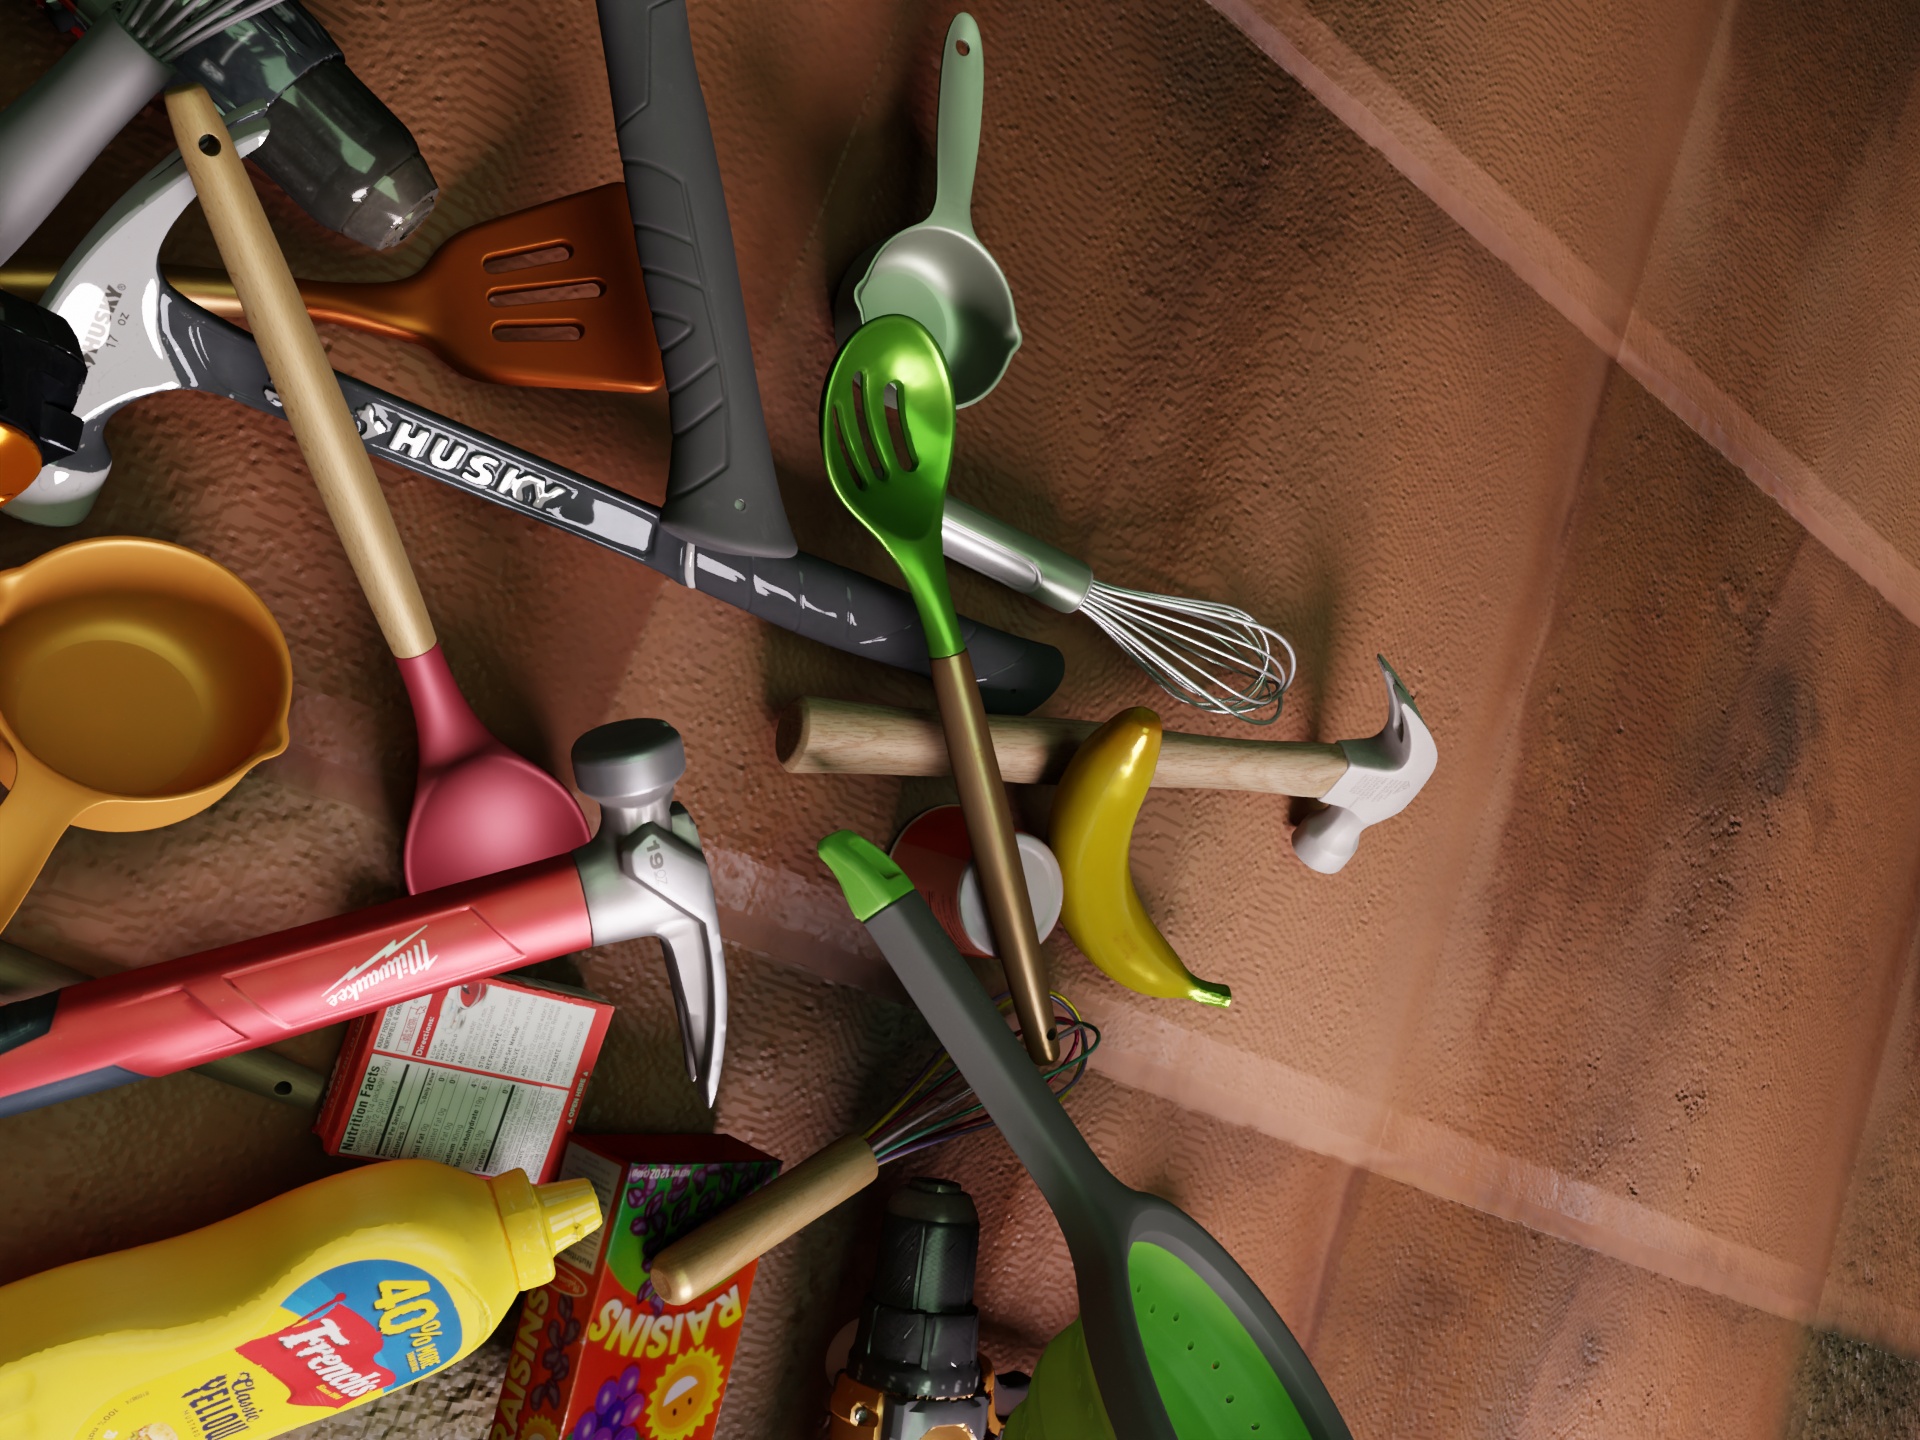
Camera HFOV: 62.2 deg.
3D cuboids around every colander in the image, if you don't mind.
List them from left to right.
[{"bbox_3d":[0.035,0.226,0.612,0.094,0.204,0.397,-36,84,14],"label":"colander"}]

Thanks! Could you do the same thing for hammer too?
[{"bbox_3d":[-0.264,0.112,0.500,0.386,0.038,0.143,-15,111,-22],"label":"hammer"},{"bbox_3d":[-0.116,-0.075,0.591,0.408,0.036,0.149,20,116,-37],"label":"hammer"},{"bbox_3d":[-0.095,-0.216,0.516,0.146,0.035,0.334,-14,102,-23],"label":"hammer"},{"bbox_3d":[0.078,0.015,0.717,0.331,0.130,0.031,5,47,-27],"label":"hammer"}]

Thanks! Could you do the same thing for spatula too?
[{"bbox_3d":[-0.256,-0.145,0.519,0.322,0.041,0.081,-5,84,-31],"label":"spatula"}]

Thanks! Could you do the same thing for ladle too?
[{"bbox_3d":[-0.189,-0.045,0.521,0.069,0.031,0.315,-30,129,-26],"label":"ladle"}]

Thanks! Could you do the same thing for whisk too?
[{"bbox_3d":[-0.236,-0.194,0.452,0.239,0.055,0.055,-42,117,6],"label":"whisk"},{"bbox_3d":[-0.024,0.174,0.658,0.245,0.051,0.047,-22,120,-43],"label":"whisk"},{"bbox_3d":[0.059,-0.056,0.725,0.246,0.057,0.059,23,46,-27],"label":"whisk"}]

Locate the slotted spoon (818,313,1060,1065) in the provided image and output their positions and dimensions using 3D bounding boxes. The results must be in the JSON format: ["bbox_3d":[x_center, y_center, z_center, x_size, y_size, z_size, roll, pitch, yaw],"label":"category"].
[{"bbox_3d":[-0.001,-0.002,0.632,0.070,0.031,0.313,-27,110,-40],"label":"slotted spoon"}]

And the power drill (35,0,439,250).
[{"bbox_3d":[-0.196,-0.286,0.520,0.187,0.080,0.227,45,73,-18],"label":"power drill"}]

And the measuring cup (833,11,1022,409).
[{"bbox_3d":[-0.013,-0.212,0.674,0.083,0.038,0.167,7,87,-33],"label":"measuring cup"}]

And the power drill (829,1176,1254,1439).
[{"bbox_3d":[0.041,0.300,0.704,0.226,0.084,0.185,13,78,-35],"label":"power drill"}]

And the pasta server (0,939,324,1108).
[{"bbox_3d":[-0.339,0.060,0.480,0.316,0.040,0.060,34,92,-31],"label":"pasta server"}]

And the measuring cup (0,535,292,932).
[{"bbox_3d":[-0.276,0.025,0.481,0.095,0.052,0.174,34,54,-22],"label":"measuring cup"}]

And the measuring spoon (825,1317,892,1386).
[{"bbox_3d":[-0.024,0.320,0.709,0.034,0.018,0.124,-32,109,-27],"label":"measuring spoon"}]

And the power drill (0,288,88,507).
[{"bbox_3d":[-0.291,-0.006,0.401,0.084,0.164,0.227,22,60,-49],"label":"power drill"}]
